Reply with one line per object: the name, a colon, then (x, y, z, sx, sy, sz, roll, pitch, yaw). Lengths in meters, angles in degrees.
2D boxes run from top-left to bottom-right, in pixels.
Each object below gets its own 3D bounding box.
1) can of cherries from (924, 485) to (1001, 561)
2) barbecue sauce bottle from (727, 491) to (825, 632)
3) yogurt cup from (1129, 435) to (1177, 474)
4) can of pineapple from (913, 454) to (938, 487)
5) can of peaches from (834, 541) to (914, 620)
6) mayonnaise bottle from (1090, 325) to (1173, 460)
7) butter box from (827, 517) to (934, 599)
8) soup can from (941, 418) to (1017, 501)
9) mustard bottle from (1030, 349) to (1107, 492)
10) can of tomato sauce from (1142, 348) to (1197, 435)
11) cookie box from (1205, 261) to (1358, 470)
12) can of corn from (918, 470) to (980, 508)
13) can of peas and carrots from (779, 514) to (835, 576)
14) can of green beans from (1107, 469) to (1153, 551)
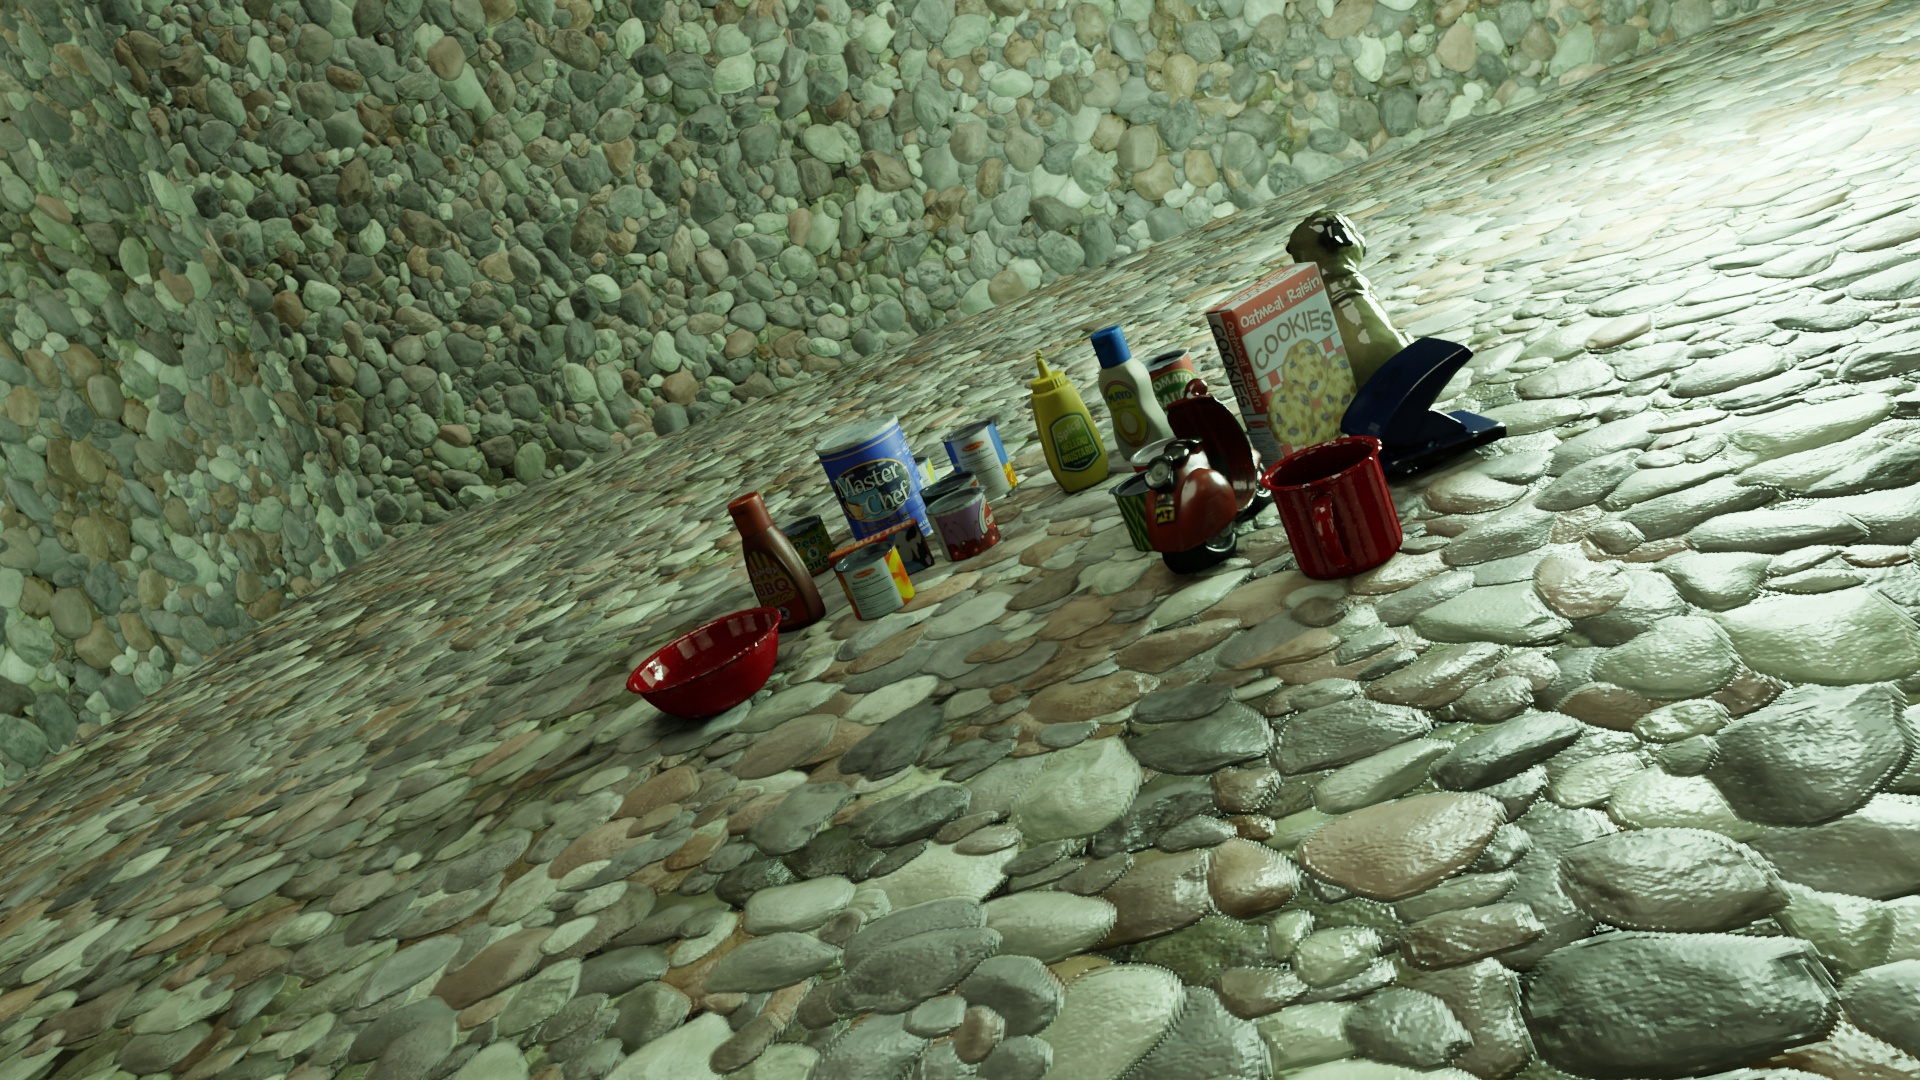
can of cherries: (0.005, -0.019, 1.480, 0.071, 0.058, 0.072, -21, 15, 6)
barbecue sauce bottle: (-0.198, 0.022, 1.461, 0.065, 0.148, 0.044, -15, 17, 29)
yogurt cup: (0.207, -0.067, 1.365, 0.072, 0.053, 0.072, -21, 15, 6)
can of pineapple: (-0.060, -0.068, 1.743, 0.071, 0.057, 0.071, -21, 15, 6)
can of peaches: (-0.086, 0.040, 1.412, 0.071, 0.058, 0.071, -21, 15, 6)
mayonnaise bottle: (0.186, -0.164, 1.546, 0.064, 0.147, 0.041, -10, 20, 41)
butter box: (-0.085, 0.020, 1.490, 0.103, 0.053, 0.024, -22, 15, 2)
soup can: (0.024, -0.095, 1.666, 0.071, 0.083, 0.071, -21, 15, 6)
mustard bottle: (0.111, -0.134, 1.526, 0.065, 0.160, 0.049, -24, 15, -3)
can of tomato sauce: (0.245, -0.170, 1.603, 0.071, 0.083, 0.071, -21, 15, 6)
cookie box: (0.314, -0.167, 1.336, 0.123, 0.167, 0.040, -31, 17, -28)
can of corn: (-0.006, -0.038, 1.562, 0.071, 0.058, 0.071, -21, 15, 6)
can of peas and carrots: (-0.185, 0.009, 1.657, 0.071, 0.058, 0.071, -21, 15, 6)
can of green beans: (0.180, -0.030, 1.270, 0.071, 0.057, 0.071, -21, 15, 6)
